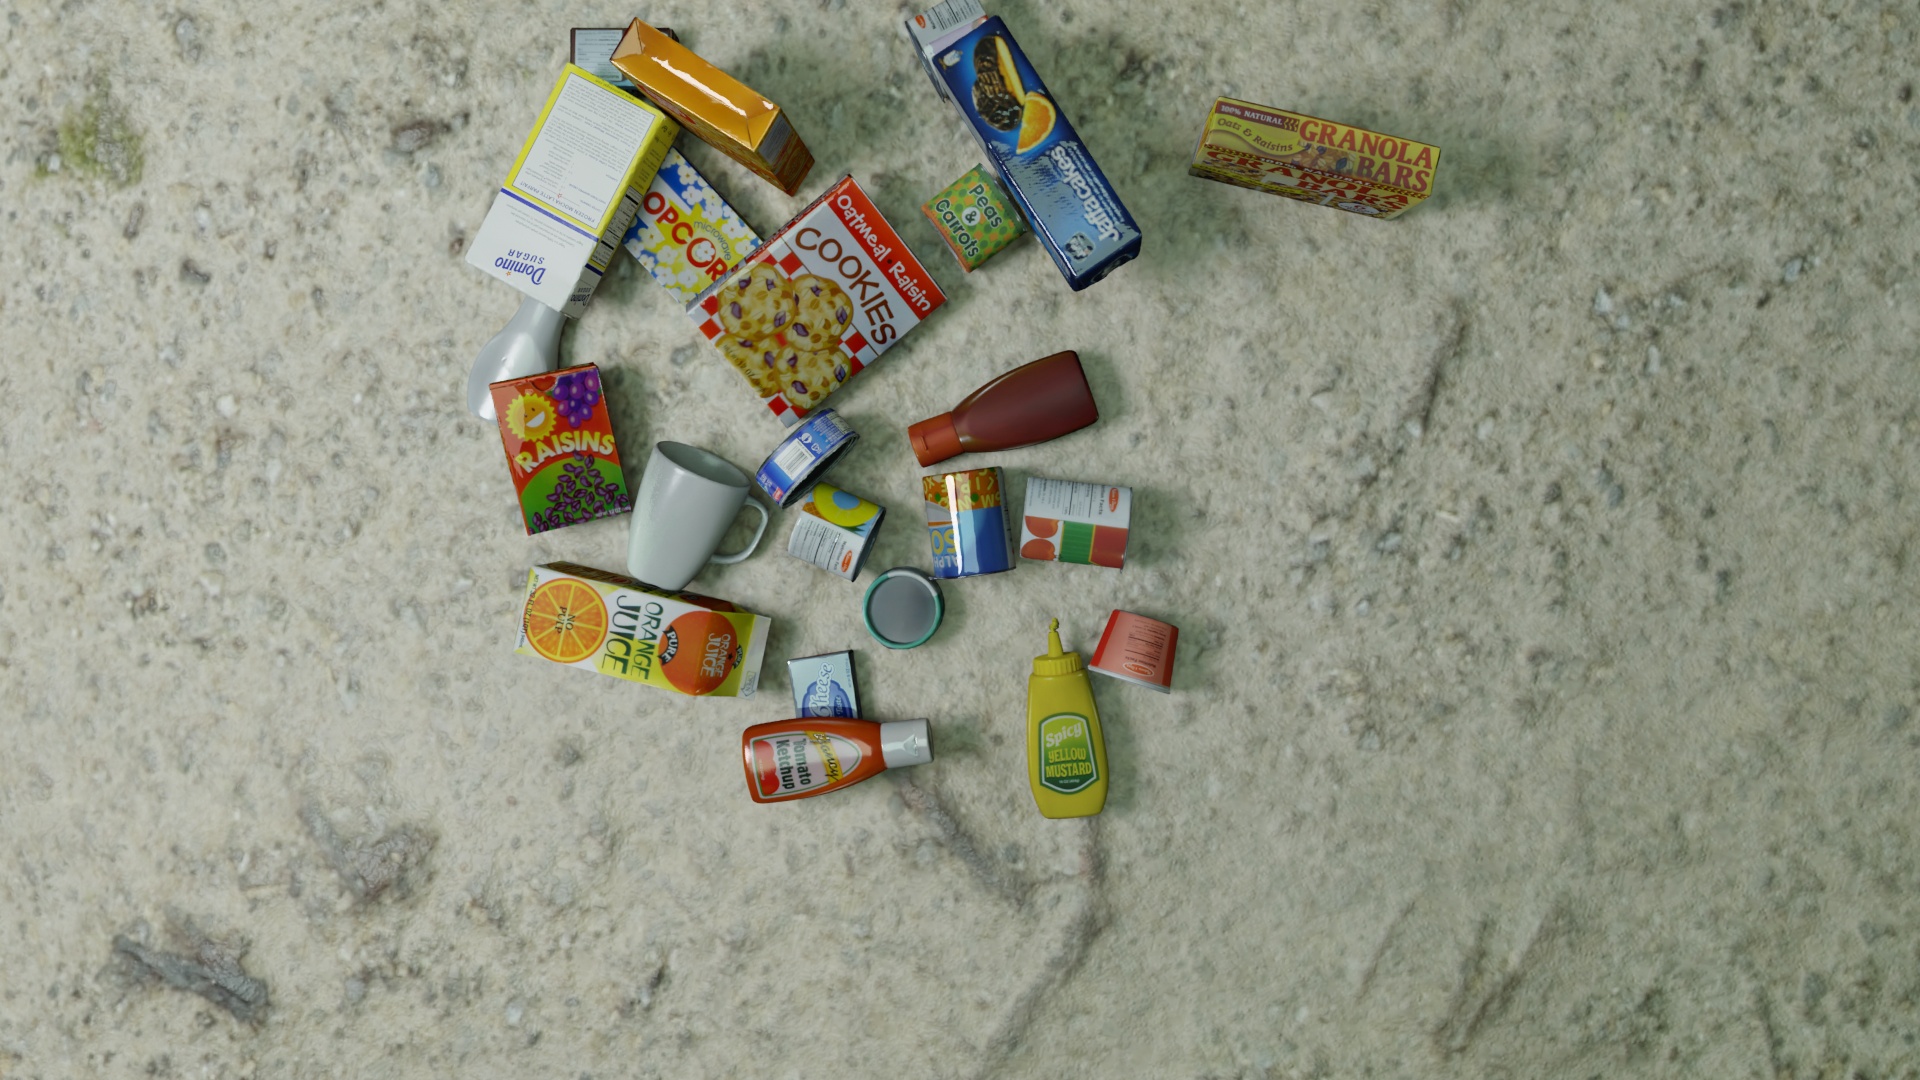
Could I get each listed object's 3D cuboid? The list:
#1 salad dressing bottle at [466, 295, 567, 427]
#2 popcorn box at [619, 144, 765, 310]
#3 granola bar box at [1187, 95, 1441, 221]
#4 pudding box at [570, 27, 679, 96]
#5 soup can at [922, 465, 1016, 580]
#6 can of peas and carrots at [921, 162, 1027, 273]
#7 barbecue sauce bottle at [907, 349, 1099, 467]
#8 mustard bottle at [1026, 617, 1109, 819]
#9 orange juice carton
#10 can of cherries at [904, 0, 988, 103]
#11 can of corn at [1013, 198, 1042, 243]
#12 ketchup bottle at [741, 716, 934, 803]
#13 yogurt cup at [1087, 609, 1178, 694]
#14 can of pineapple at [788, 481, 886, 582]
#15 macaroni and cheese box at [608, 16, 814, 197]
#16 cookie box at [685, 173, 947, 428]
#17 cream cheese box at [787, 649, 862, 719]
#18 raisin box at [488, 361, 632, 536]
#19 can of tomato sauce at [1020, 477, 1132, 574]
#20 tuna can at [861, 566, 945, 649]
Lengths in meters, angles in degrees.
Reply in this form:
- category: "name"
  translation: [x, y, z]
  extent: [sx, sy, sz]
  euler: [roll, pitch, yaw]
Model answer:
- category: "salad dressing bottle"
  translation: [-0.351, -0.164, 1.135]
  extent: [0.064, 0.044, 0.147]
  euler: [26, 93, -2]
- category: "popcorn box"
  translation: [-0.217, -0.244, 1.125]
  extent: [0.085, 0.038, 0.126]
  euler: [-43, 90, 4]
- category: "granola bar box"
  translation: [0.264, -0.288, 1.053]
  extent: [0.166, 0.124, 0.039]
  euler: [14, 95, 2]
- category: "pudding box"
  translation: [-0.272, -0.387, 1.125]
  extent: [0.084, 0.030, 0.049]
  euler: [1, 92, 3]
- category: "soup can"
  translation: [0.004, -0.014, 1.109]
  extent: [0.071, 0.071, 0.083]
  euler: [-8, 92, 4]
- category: "can of peas and carrots"
  translation: [0.011, -0.254, 1.096]
  extent: [0.058, 0.071, 0.071]
  euler: [-36, 91, 5]
- category: "barbecue sauce bottle"
  translation: [0.032, -0.100, 1.116]
  extent: [0.148, 0.044, 0.065]
  euler: [-20, 92, 5]
- category: "mustard bottle"
  translation: [0.082, 0.142, 1.122]
  extent: [0.065, 0.049, 0.160]
  euler: [-7, 93, 2]
- category: "orange juice carton"
  translation: [-0.253, 0.074, 1.125]
  extent: [0.193, 0.073, 0.071]
  euler: [14, 94, 2]
- category: "can of cherries"
  translation: [-0.003, -0.389, 1.094]
  extent: [0.058, 0.071, 0.071]
  euler: [-27, 91, 4]
- category: "can of corn"
  translation: [0.072, -0.278, 1.093]
  extent: [0.058, 0.071, 0.071]
  euler: [-29, 91, 5]
- category: "ketchup bottle"
  translation: [-0.097, 0.169, 1.111]
  extent: [0.149, 0.043, 0.064]
  euler: [-9, 92, 4]
- category: "yogurt cup"
  translation: [0.141, 0.088, 1.110]
  extent: [0.072, 0.072, 0.054]
  euler: [17, 86, 2]
- category: "can of pineapple"
  translation: [-0.099, -0.008, 1.118]
  extent: [0.058, 0.071, 0.071]
  euler: [23, 94, 2]
- category: "macaroni and cheese box"
  translation: [-0.182, -0.324, 1.055]
  extent: [0.124, 0.166, 0.040]
  euler: [33, 94, 1]
- category: "cookie box"
  translation: [-0.113, -0.190, 1.101]
  extent: [0.167, 0.040, 0.122]
  euler: [-39, 113, 4]
- category: "cream cheese box"
  translation: [-0.109, 0.145, 1.145]
  extent: [0.053, 0.024, 0.103]
  euler: [-8, 92, 5]
- category: "raisin box"
  translation: [-0.321, -0.074, 1.115]
  extent: [0.086, 0.040, 0.123]
  euler: [-14, 104, -14]
- category: "can of tomato sauce"
  translation: [0.092, -0.013, 1.106]
  extent: [0.083, 0.071, 0.071]
  euler: [6, 94, 4]
- category: "tuna can"
  translation: [-0.048, 0.057, 1.133]
  extent: [0.071, 0.033, 0.071]
  euler: [0, 92, 3]
